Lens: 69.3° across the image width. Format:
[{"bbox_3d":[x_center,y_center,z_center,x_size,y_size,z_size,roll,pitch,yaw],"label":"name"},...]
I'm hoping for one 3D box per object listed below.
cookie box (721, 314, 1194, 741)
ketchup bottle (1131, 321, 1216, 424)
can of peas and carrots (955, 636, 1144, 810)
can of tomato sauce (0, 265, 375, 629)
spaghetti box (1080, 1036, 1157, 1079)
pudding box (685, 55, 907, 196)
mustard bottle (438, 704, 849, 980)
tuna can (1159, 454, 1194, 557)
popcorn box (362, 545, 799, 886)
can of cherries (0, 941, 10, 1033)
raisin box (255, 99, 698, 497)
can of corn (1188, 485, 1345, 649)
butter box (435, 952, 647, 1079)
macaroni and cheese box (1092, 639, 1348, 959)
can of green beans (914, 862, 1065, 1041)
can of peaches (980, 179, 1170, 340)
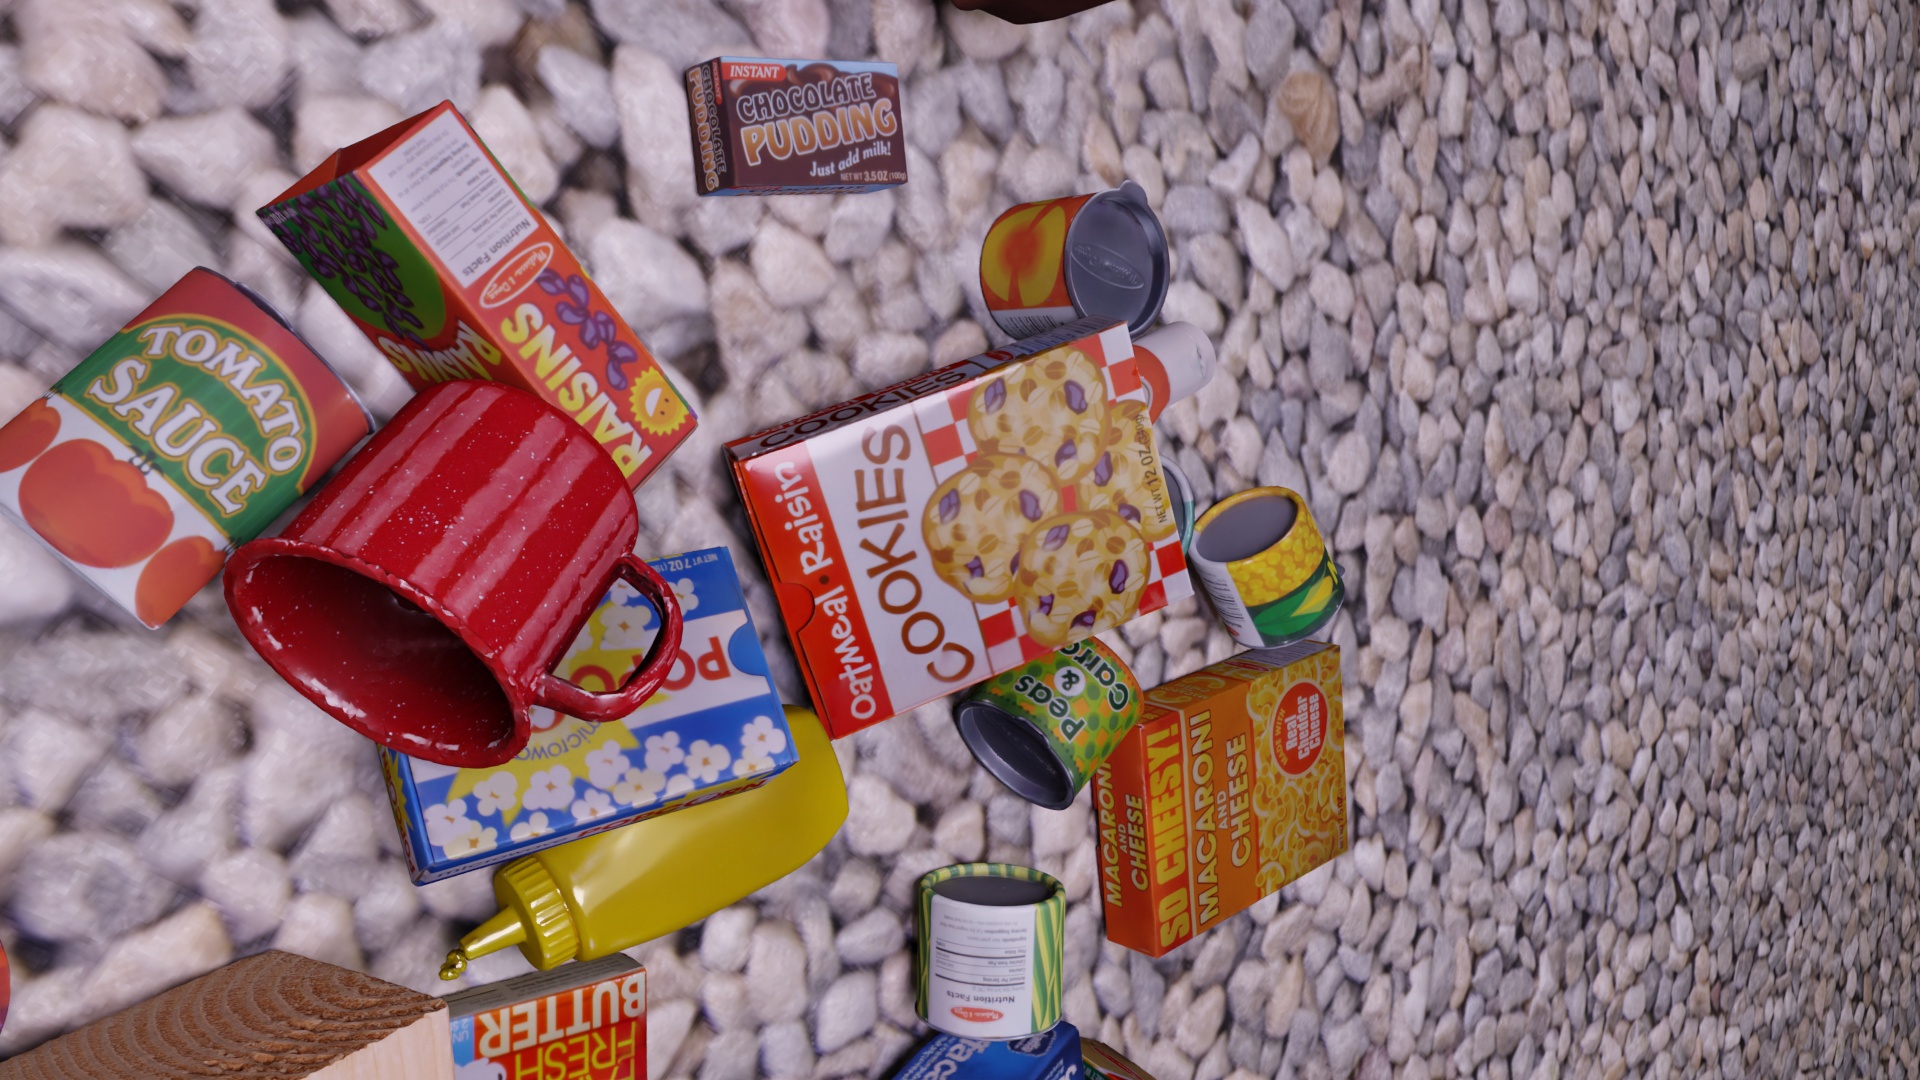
[{"bbox_3d":[0.002,-0.007,0.568,0.168,0.040,0.122,-21,108,-13],"label":"cookie box"},{"bbox_3d":[0.060,-0.062,0.650,0.149,0.043,0.064,-30,113,-35],"label":"ketchup bottle"},{"bbox_3d":[0.041,0.077,0.629,0.059,0.071,0.070,-45,121,-29],"label":"can of peas and carrots"},{"bbox_3d":[-0.222,-0.026,0.394,0.083,0.071,0.071,-52,124,-24],"label":"can of tomato sauce"},{"bbox_3d":[0.126,0.284,0.603,0.050,0.250,0.029,29,83,-39],"label":"spaghetti box"},{"bbox_3d":[-0.063,-0.162,0.544,0.084,0.030,0.049,-13,102,-39],"label":"pudding box"},{"bbox_3d":[-0.117,0.115,0.511,0.161,0.048,0.065,-24,102,-36],"label":"mustard bottle"},{"bbox_3d":[0.081,-0.009,0.679,0.071,0.033,0.071,-4,97,-40],"label":"tuna can"},{"bbox_3d":[-0.130,0.056,0.472,0.127,0.038,0.085,-11,72,-33],"label":"popcorn box"},{"bbox_3d":[-0.286,0.116,0.360,0.072,0.058,0.071,-4,97,-40],"label":"can of cherries"},{"bbox_3d":[-0.151,-0.070,0.440,0.040,0.086,0.123,-53,124,-29],"label":"raisin box"},{"bbox_3d":[0.161,0.012,0.727,0.071,0.071,0.058,-47,121,-27],"label":"can of corn"},{"bbox_3d":[-0.162,0.186,0.496,0.104,0.024,0.053,-3,95,-40],"label":"butter box"},{"bbox_3d":[0.141,0.131,0.740,0.167,0.040,0.123,-14,103,-39],"label":"macaroni and cheese box"},{"bbox_3d":[0.013,0.181,0.618,0.071,0.071,0.057,-1,95,-40],"label":"can of green beans"},{"bbox_3d":[0.052,-0.124,0.627,0.071,0.058,0.071,-4,96,-40],"label":"can of peaches"}]
